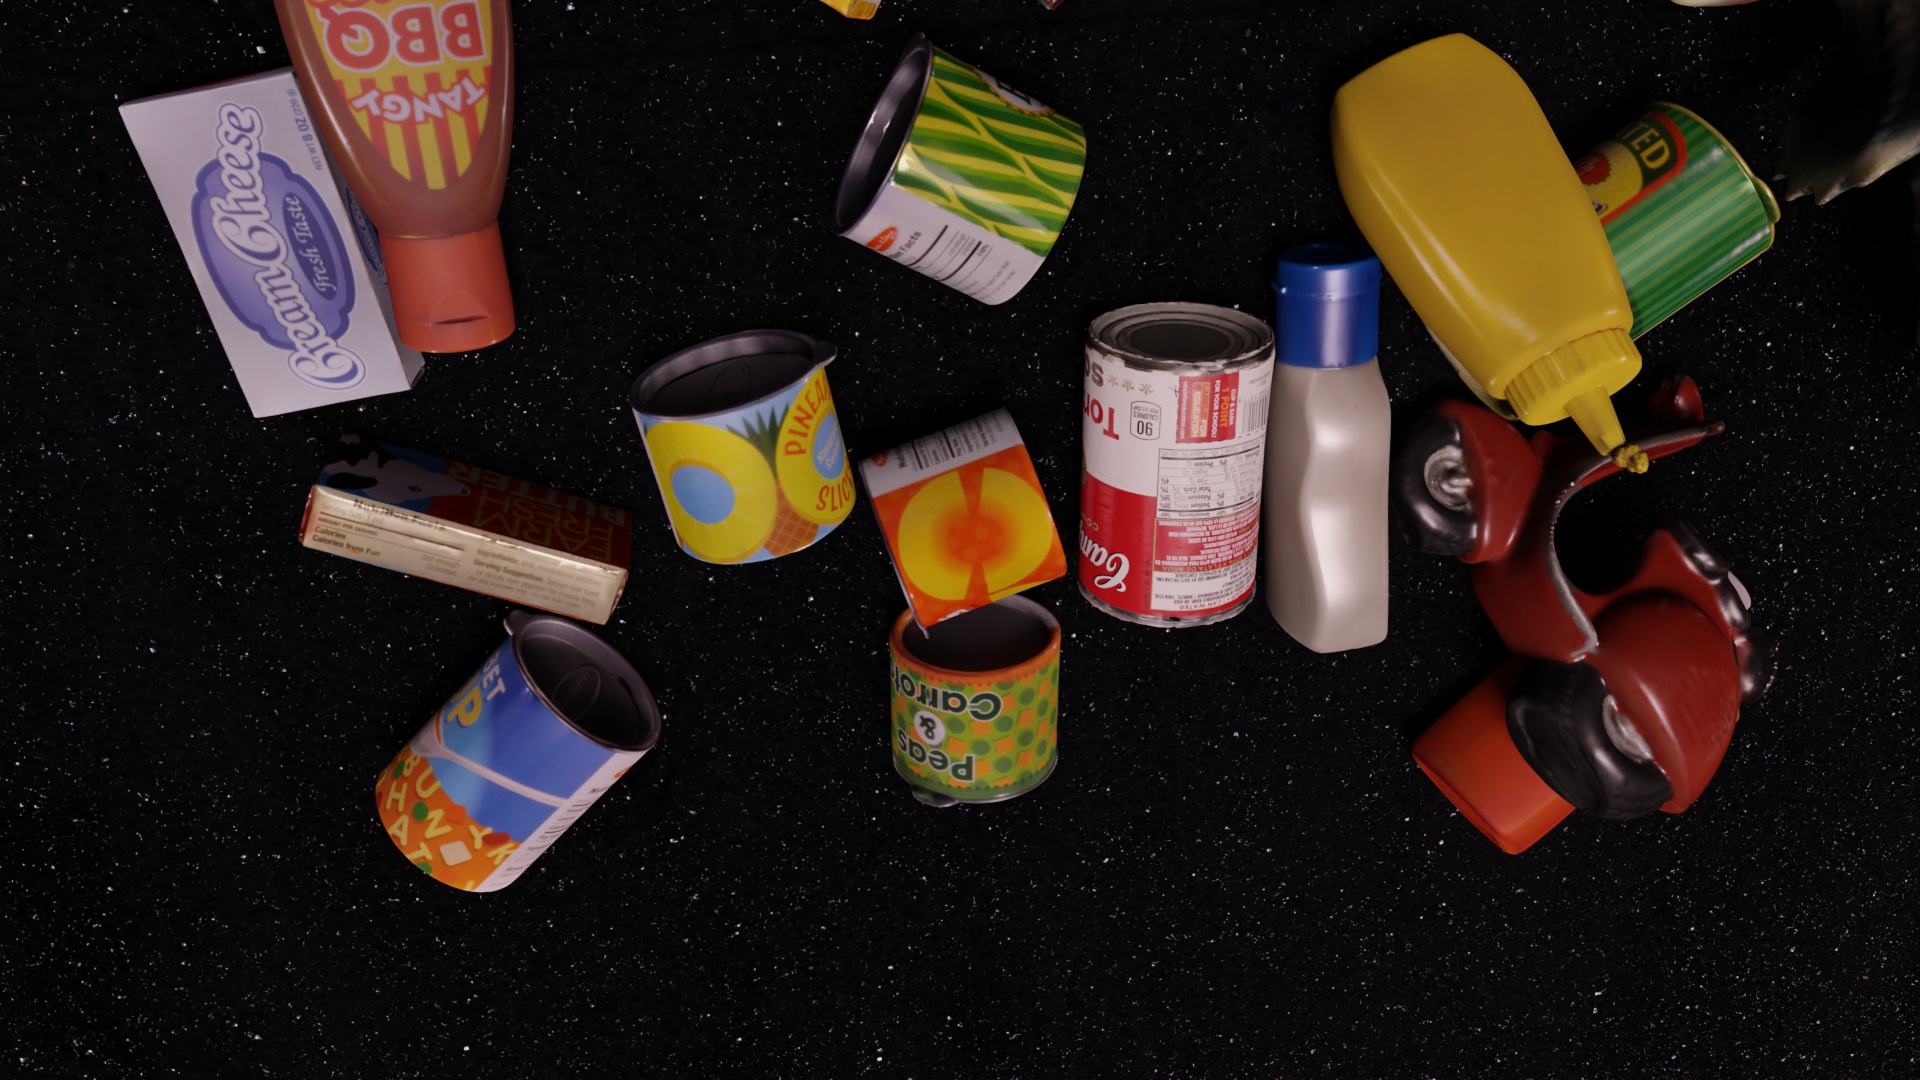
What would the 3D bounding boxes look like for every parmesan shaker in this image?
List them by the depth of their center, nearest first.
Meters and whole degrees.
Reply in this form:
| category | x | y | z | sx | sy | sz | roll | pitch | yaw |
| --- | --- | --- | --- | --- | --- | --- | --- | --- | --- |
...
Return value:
| category | x | y | z | sx | sy | sz | roll | pitch | yaw |
| --- | --- | --- | --- | --- | --- | --- | --- | --- | --- |
| parmesan shaker | 0.224 | -0.098 | 0.498 | 0.103 | 0.071 | 0.071 | -36 | 118 | 9 |

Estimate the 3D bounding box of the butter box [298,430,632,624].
| category | x | y | z | sx | sy | sz | roll | pitch | yaw |
| --- | --- | --- | --- | --- | --- | --- | --- | --- | --- |
| butter box | -0.167 | -0.004 | 0.480 | 0.103 | 0.053 | 0.024 | 17 | 110 | -20 |

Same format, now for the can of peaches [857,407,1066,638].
| category | x | y | z | sx | sy | sz | roll | pitch | yaw |
| --- | --- | --- | --- | --- | --- | --- | --- | --- | --- |
| can of peaches | 0.002 | -0.006 | 0.504 | 0.058 | 0.071 | 0.071 | -21 | 119 | 0 |

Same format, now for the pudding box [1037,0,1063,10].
| category | x | y | z | sx | sy | sz | roll | pitch | yaw |
| --- | --- | --- | --- | --- | --- | --- | --- | --- | --- |
| pudding box | 0.017 | -0.211 | 0.421 | 0.049 | 0.030 | 0.083 | -41 | 117 | 13 |

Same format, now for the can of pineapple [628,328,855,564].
| category | x | y | z | sx | sy | sz | roll | pitch | yaw |
| --- | --- | --- | --- | --- | --- | --- | --- | --- | --- |
| can of pineapple | -0.072 | -0.033 | 0.475 | 0.071 | 0.071 | 0.057 | -14 | 120 | -4 |

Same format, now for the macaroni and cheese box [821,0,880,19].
| category | x | y | z | sx | sy | sz | roll | pitch | yaw |
| --- | --- | --- | --- | --- | --- | --- | --- | --- | --- |
| macaroni and cheese box | -0.043 | -0.245 | 0.366 | 0.124 | 0.040 | 0.165 | 28 | 110 | -3 |

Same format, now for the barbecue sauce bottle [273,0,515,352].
| category | x | y | z | sx | sy | sz | roll | pitch | yaw |
| --- | --- | --- | --- | --- | --- | --- | --- | --- | --- |
| barbecue sauce bottle | -0.164 | -0.132 | 0.418 | 0.065 | 0.044 | 0.147 | -13 | 121 | -22 |

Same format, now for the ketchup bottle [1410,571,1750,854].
| category | x | y | z | sx | sy | sz | roll | pitch | yaw |
| --- | --- | --- | --- | --- | --- | --- | --- | --- | --- |
| ketchup bottle | 0.271 | 0.065 | 0.600 | 0.149 | 0.065 | 0.043 | -42 | 137 | 3 |

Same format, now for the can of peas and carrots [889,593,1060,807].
| category | x | y | z | sx | sy | sz | roll | pitch | yaw |
| --- | --- | --- | --- | --- | --- | --- | --- | --- | --- |
| can of peas and carrots | 0.004 | 0.060 | 0.537 | 0.071 | 0.071 | 0.058 | -5 | 117 | -9 |

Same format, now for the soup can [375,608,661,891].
| category | x | y | z | sx | sy | sz | roll | pitch | yaw |
| --- | --- | --- | --- | --- | --- | --- | --- | --- | --- |
| soup can | -0.166 | 0.077 | 0.516 | 0.083 | 0.071 | 0.071 | -44 | 117 | 13 |

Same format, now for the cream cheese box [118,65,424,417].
| category | x | y | z | sx | sy | sz | roll | pitch | yaw |
| --- | --- | --- | --- | --- | --- | --- | --- | --- | --- |
| cream cheese box | -0.215 | -0.093 | 0.440 | 0.053 | 0.024 | 0.103 | -12 | 119 | -3 |

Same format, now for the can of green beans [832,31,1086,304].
| category | x | y | z | sx | sy | sz | roll | pitch | yaw |
| --- | --- | --- | --- | --- | --- | --- | --- | --- | --- |
| can of green beans | -0.001 | -0.117 | 0.446 | 0.058 | 0.071 | 0.071 | 22 | 111 | -21 |

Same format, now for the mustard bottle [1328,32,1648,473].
| category | x | y | z | sx | sy | sz | roll | pitch | yaw |
| --- | --- | --- | --- | --- | --- | --- | --- | --- | --- |
| mustard bottle | 0.176 | -0.088 | 0.451 | 0.065 | 0.160 | 0.048 | -23 | 159 | 6 |

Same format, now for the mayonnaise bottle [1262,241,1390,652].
| category | x | y | z | sx | sy | sz | roll | pitch | yaw |
| --- | --- | --- | --- | --- | --- | --- | --- | --- | --- |
| mayonnaise bottle | 0.137 | -0.035 | 0.521 | 0.041 | 0.065 | 0.147 | -8 | 115 | -6 |
